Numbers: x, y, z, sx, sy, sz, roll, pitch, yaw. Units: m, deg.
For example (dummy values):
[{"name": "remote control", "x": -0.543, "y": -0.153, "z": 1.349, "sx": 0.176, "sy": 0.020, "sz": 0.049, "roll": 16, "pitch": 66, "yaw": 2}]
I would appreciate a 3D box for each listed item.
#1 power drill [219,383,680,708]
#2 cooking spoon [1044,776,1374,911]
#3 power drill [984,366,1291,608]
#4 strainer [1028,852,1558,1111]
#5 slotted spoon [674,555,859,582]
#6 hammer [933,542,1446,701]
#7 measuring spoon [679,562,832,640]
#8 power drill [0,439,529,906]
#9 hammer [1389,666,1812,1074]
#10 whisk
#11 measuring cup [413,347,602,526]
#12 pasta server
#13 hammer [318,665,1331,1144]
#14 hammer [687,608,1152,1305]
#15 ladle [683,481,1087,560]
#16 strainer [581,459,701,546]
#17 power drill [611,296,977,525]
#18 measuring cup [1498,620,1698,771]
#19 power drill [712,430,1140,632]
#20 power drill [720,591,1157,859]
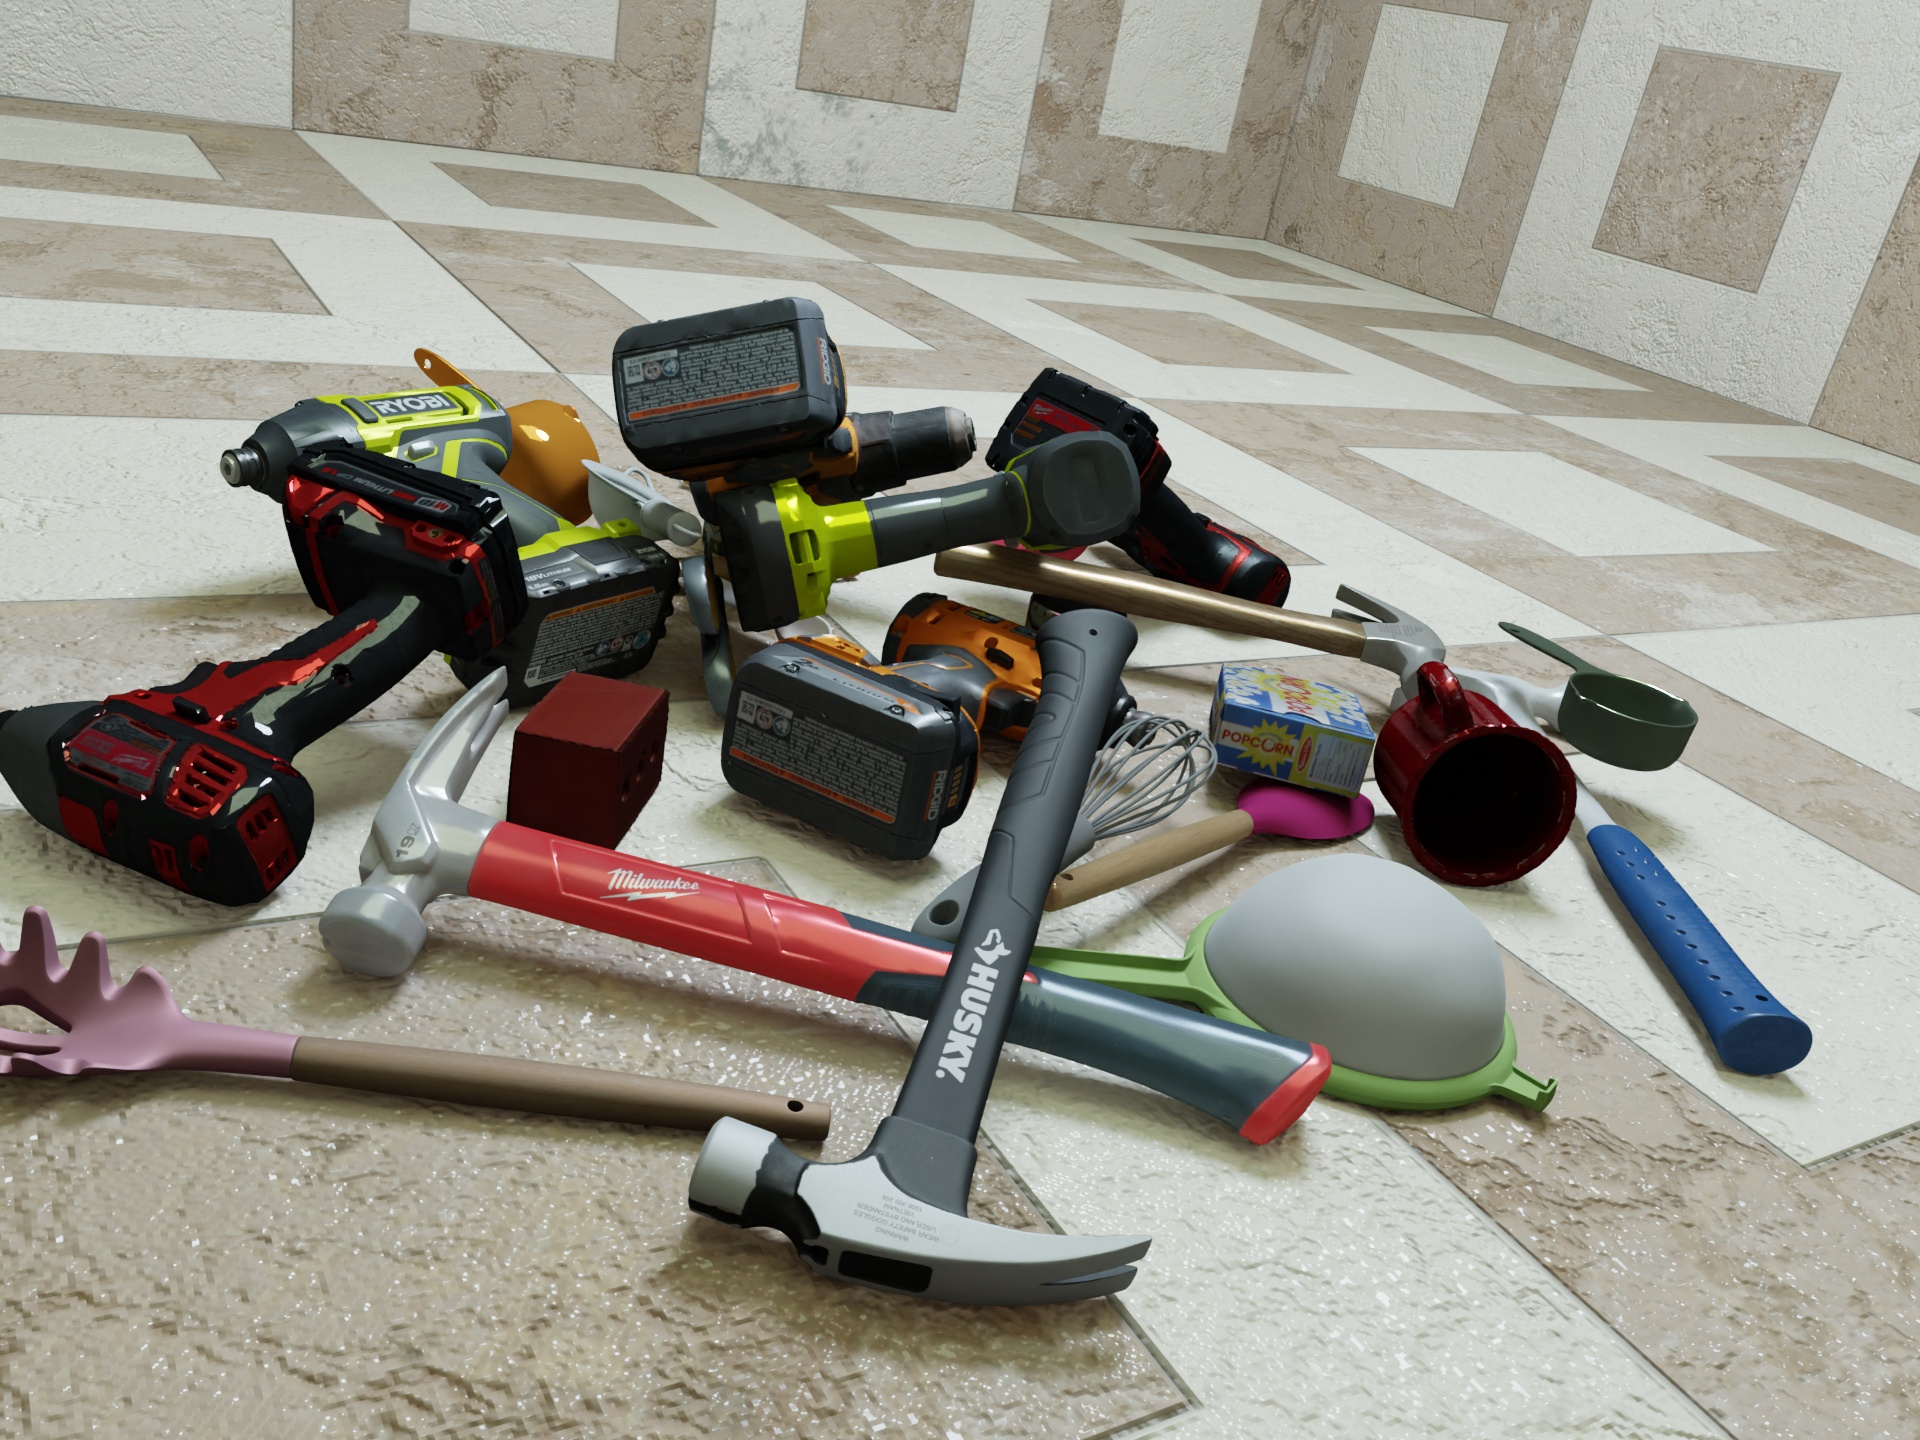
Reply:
[{"name": "power drill", "x": -0.280, "y": -0.107, "z": 0.882, "sx": 0.223, "sy": 0.080, "sz": 0.171, "roll": 38, "pitch": 34, "yaw": 22}, {"name": "cooking spoon", "x": 0.131, "y": 0.057, "z": 0.808, "sx": 0.069, "sy": 0.017, "sz": 0.319, "roll": 27, "pitch": 22, "yaw": 31}, {"name": "power drill", "x": 0.118, "y": -0.158, "z": 1.140, "sx": 0.226, "sy": 0.080, "sz": 0.188, "roll": 31, "pitch": 5, "yaw": -44}, {"name": "strainer", "x": 0.128, "y": 0.093, "z": 0.693, "sx": 0.256, "sy": 0.069, "sz": 0.152, "roll": 7, "pitch": 25, "yaw": -13}, {"name": "slotted spoon", "x": -0.194, "y": -0.093, "z": 1.010, "sx": 0.313, "sy": 0.031, "sz": 0.070, "roll": -6, "pitch": 34, "yaw": -37}, {"name": "hammer", "x": 0.147, "y": -0.076, "z": 1.031, "sx": 0.331, "sy": 0.031, "sz": 0.130, "roll": 12, "pitch": 24, "yaw": 1}, {"name": "measuring spoon", "x": -0.135, "y": -0.068, "z": 0.979, "sx": 0.124, "sy": 0.018, "sz": 0.034, "roll": 25, "pitch": 41, "yaw": 17}, {"name": "power drill", "x": -0.303, "y": -0.025, "z": 0.696, "sx": 0.143, "sy": 0.078, "sz": 0.220, "roll": 18, "pitch": 48, "yaw": 15}, {"name": "hammer", "x": 0.359, "y": 0.061, "z": 0.904, "sx": 0.144, "sy": 0.035, "sz": 0.406, "roll": 10, "pitch": 24, "yaw": -4}, {"name": "whisk", "x": 0.052, "y": 0.052, "z": 0.767, "sx": 0.055, "sy": 0.055, "sz": 0.239, "roll": 25, "pitch": 36, "yaw": 28}, {"name": "measuring cup", "x": -0.318, "y": -0.190, "z": 1.056, "sx": 0.174, "sy": 0.095, "sz": 0.052, "roll": 40, "pitch": 36, "yaw": 10}, {"name": "pasta server", "x": -0.200, "y": 0.114, "z": 0.546, "sx": 0.316, "sy": 0.040, "sz": 0.060, "roll": 9, "pitch": 37, "yaw": -7}, {"name": "hammer", "x": -0.042, "y": 0.082, "z": 0.641, "sx": 0.386, "sy": 0.038, "sz": 0.143, "roll": 15, "pitch": 47, "yaw": 2}, {"name": "hammer", "x": 0.025, "y": 0.068, "z": 0.620, "sx": 0.146, "sy": 0.035, "sz": 0.335, "roll": 17, "pitch": 45, "yaw": 5}, {"name": "ladle", "x": -0.059, "y": -0.153, "z": 1.199, "sx": 0.315, "sy": 0.031, "sz": 0.069, "roll": 12, "pitch": 15, "yaw": 7}, {"name": "strainer", "x": -0.187, "y": -0.123, "z": 0.960, "sx": 0.086, "sy": 0.050, "sz": 0.259, "roll": 28, "pitch": 1, "yaw": -22}, {"name": "power drill", "x": -0.092, "y": -0.176, "z": 0.948, "sx": 0.185, "sy": 0.084, "sz": 0.226, "roll": -9, "pitch": -7, "yaw": 6}, {"name": "measuring cup", "x": 0.385, "y": -0.017, "z": 0.998, "sx": 0.083, "sy": 0.038, "sz": 0.168, "roll": 2, "pitch": 24, "yaw": -21}, {"name": "power drill", "x": -0.023, "y": -0.113, "z": 0.925, "sx": 0.228, "sy": 0.080, "sz": 0.190, "roll": -13, "pitch": 6, "yaw": -7}, {"name": "power drill", "x": -0.001, "y": -0.003, "z": 0.836, "sx": 0.164, "sy": 0.084, "sz": 0.226, "roll": 21, "pitch": 22, "yaw": 22}]
